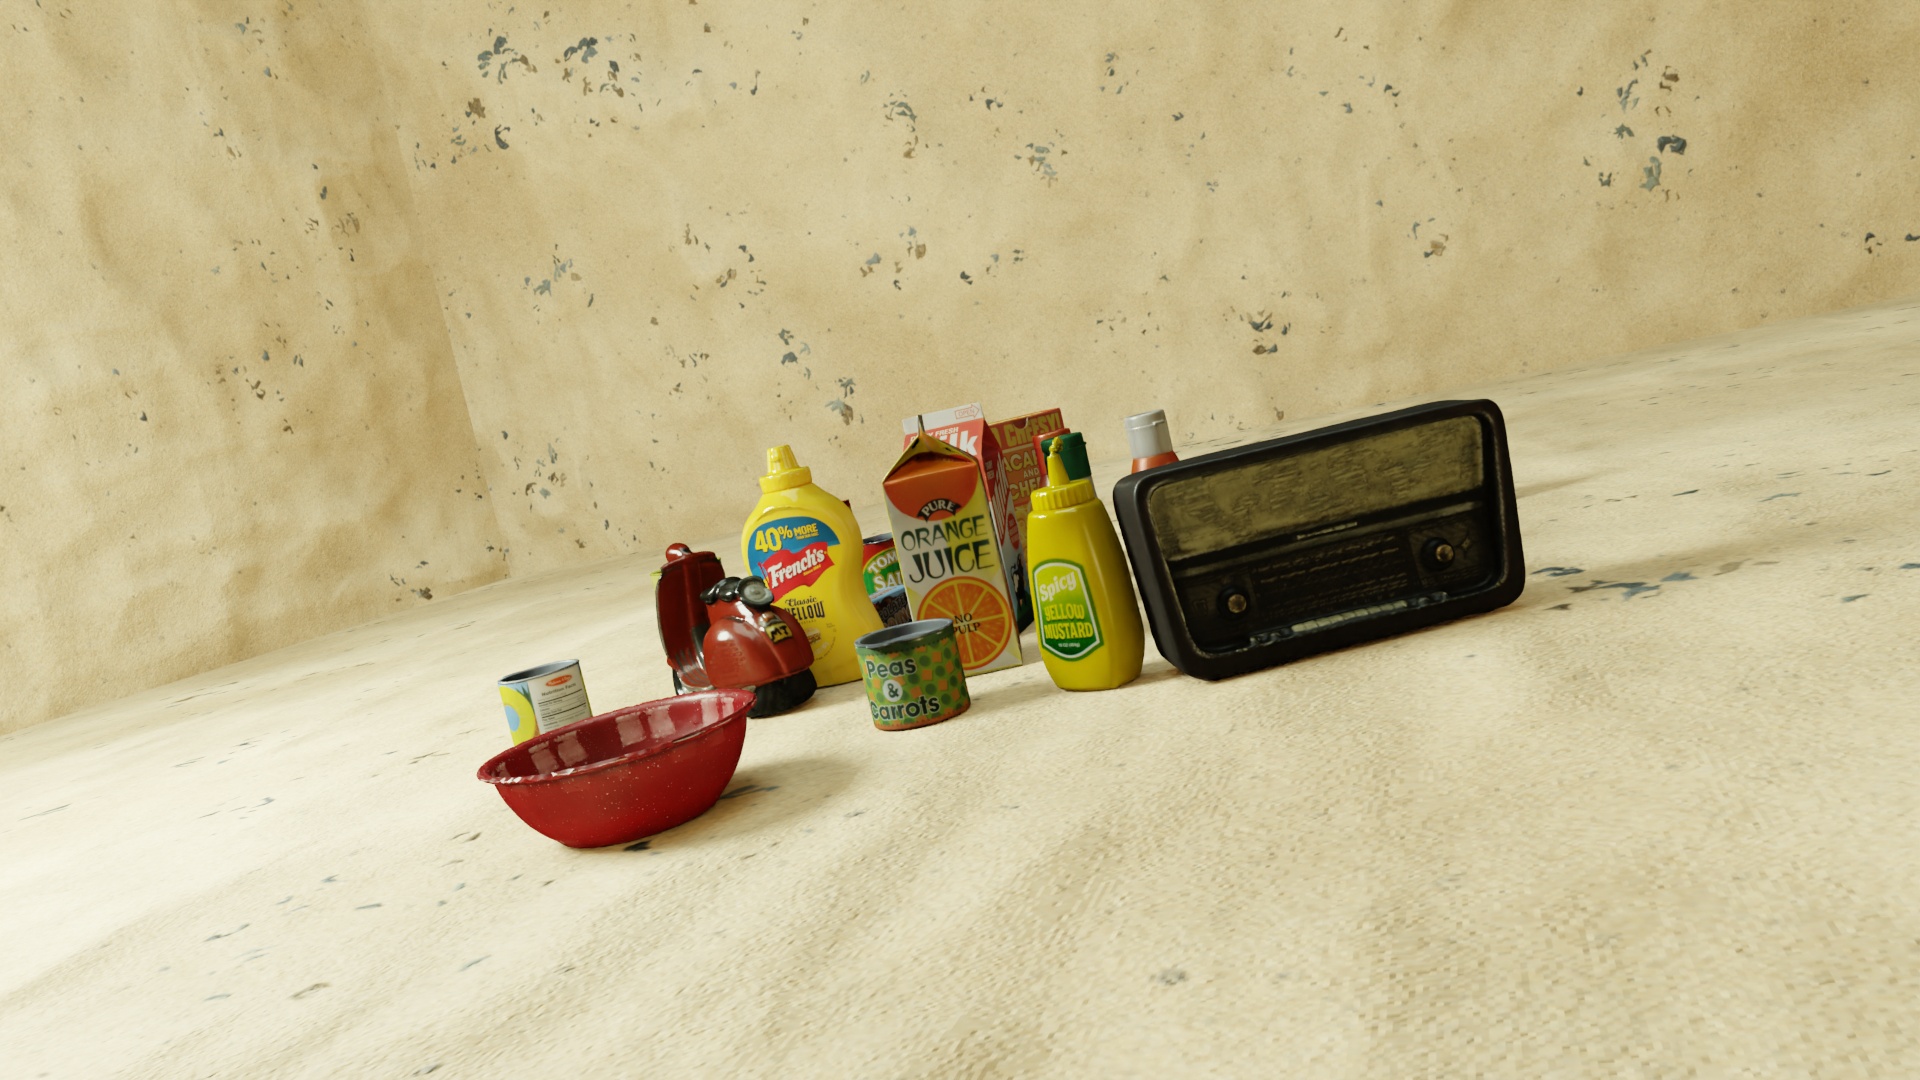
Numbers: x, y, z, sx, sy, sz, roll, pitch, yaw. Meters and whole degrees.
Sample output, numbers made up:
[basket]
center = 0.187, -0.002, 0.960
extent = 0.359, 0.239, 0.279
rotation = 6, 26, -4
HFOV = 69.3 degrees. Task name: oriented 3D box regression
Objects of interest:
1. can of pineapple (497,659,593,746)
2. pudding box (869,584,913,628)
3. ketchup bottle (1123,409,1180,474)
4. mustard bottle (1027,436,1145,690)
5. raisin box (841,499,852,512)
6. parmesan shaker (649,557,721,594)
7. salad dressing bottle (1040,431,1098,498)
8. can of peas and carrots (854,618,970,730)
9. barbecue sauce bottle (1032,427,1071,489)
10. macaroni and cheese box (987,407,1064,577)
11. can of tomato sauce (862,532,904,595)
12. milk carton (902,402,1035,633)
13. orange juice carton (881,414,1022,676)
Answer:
[can of pineapple]
center = -0.337, 0.133, 1.129
extent = 0.071, 0.057, 0.071
rotation = -13, 6, 1
[pudding box]
center = -0.071, 0.071, 1.187
extent = 0.030, 0.049, 0.084
rotation = -9, 7, 34
[ketchup bottle]
center = 0.178, -0.040, 1.223
extent = 0.065, 0.148, 0.043
rotation = -16, 6, -29
[mustard bottle]
center = 0.072, 0.014, 0.879
extent = 0.065, 0.160, 0.049
rotation = -9, 7, 39
[raisin box]
center = -0.141, 0.028, 1.387
extent = 0.086, 0.123, 0.040
rotation = -11, 6, 22
[parmesan shaker]
center = -0.243, 0.073, 1.280
extent = 0.071, 0.103, 0.071
rotation = -13, 5, 1
[salad dressing bottle]
center = 0.100, -0.016, 1.170
extent = 0.044, 0.147, 0.064
rotation = -13, 5, -6
[can of peas and carrots]
center = -0.032, 0.087, 0.902
extent = 0.071, 0.058, 0.071
rotation = -13, 6, 1
[barbecue sauce bottle]
center = 0.100, -0.029, 1.288
extent = 0.065, 0.148, 0.043
rotation = -14, 5, -13
[macaroni and cheese box]
center = 0.064, -0.040, 1.387
extent = 0.124, 0.166, 0.040
rotation = -17, 7, -38
[can of tomato sauce]
center = -0.068, 0.037, 1.346
extent = 0.071, 0.083, 0.071
rotation = -13, 5, 1
[milk carton]
center = 0.004, -0.014, 1.150
extent = 0.072, 0.190, 0.073
rotation = -11, 5, 16
[orange juice carton]
center = -0.009, 0.001, 1.023
extent = 0.073, 0.192, 0.072
rotation = -13, 5, 3
